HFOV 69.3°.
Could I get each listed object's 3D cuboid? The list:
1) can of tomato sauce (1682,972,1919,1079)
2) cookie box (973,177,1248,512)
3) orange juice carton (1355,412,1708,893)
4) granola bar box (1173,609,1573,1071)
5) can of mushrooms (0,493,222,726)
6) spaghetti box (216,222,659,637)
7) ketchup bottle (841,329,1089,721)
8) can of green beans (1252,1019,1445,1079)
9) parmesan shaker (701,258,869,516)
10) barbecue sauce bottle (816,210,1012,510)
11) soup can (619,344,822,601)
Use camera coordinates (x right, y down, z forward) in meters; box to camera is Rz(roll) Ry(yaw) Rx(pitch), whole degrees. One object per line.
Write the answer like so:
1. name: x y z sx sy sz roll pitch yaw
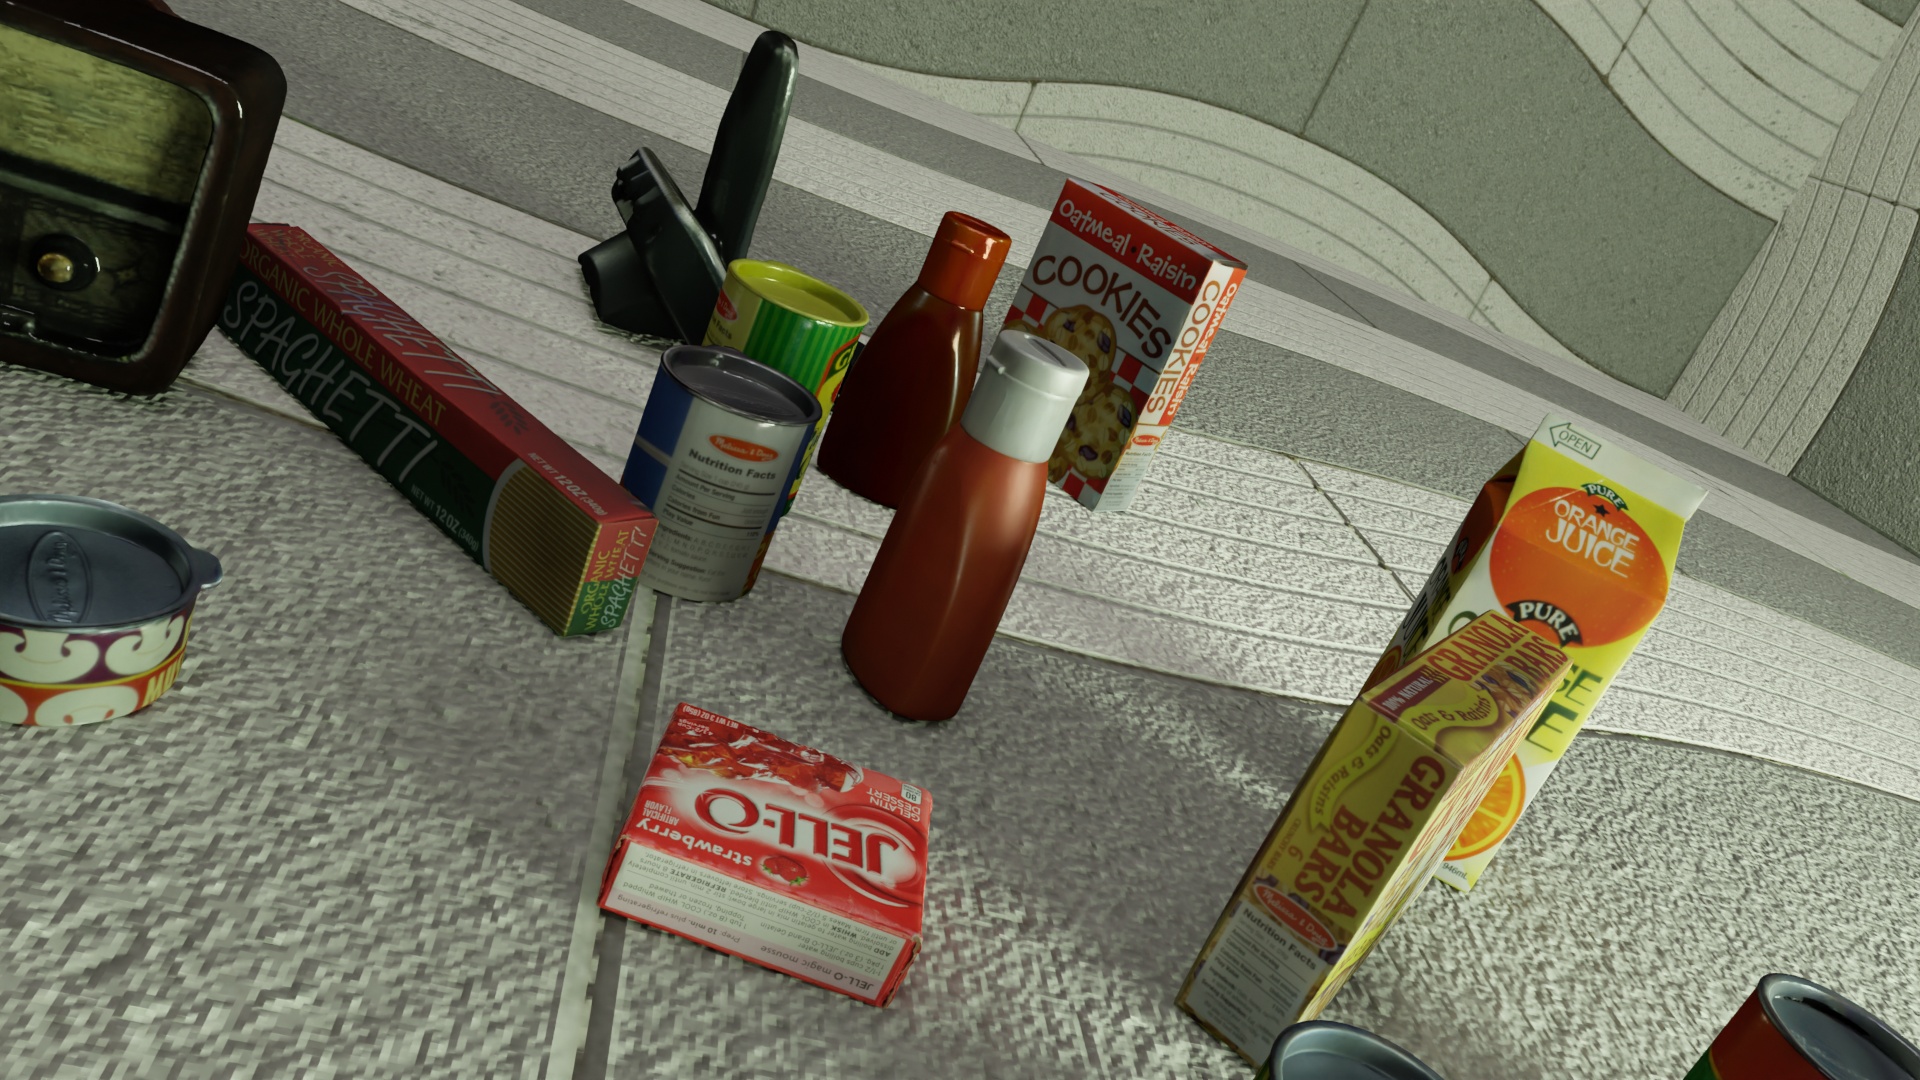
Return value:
1. can of tomato sauce: 0.258 0.191 0.433 0.071 0.082 0.071 21 22 -9
2. cookie box: 0.084 -0.120 0.850 0.040 0.166 0.123 -2 33 -48
3. orange juice carton: 0.231 0.045 0.592 0.072 0.192 0.073 27 21 8
4. granola bar box: 0.148 0.095 0.482 0.039 0.123 0.166 35 24 25
5. can of mushrooms: -0.243 0.018 0.377 0.071 0.033 0.071 21 22 -9
6. spaghetti box: -0.214 -0.051 0.543 0.250 0.050 0.029 35 24 26
7. ketchup bottle: 0.002 -0.007 0.531 0.043 0.148 0.065 9 26 -34
8. can of green beans: 0.095 0.167 0.352 0.071 0.057 0.071 21 22 -9
9. parmesan shaker: -0.092 -0.070 0.640 0.071 0.102 0.071 21 22 -9
10. barbecue sauce bottle: -0.019 -0.091 0.703 0.065 0.148 0.044 28 21 8
11. soup can: -0.101 -0.028 0.561 0.071 0.083 0.071 21 22 -9
